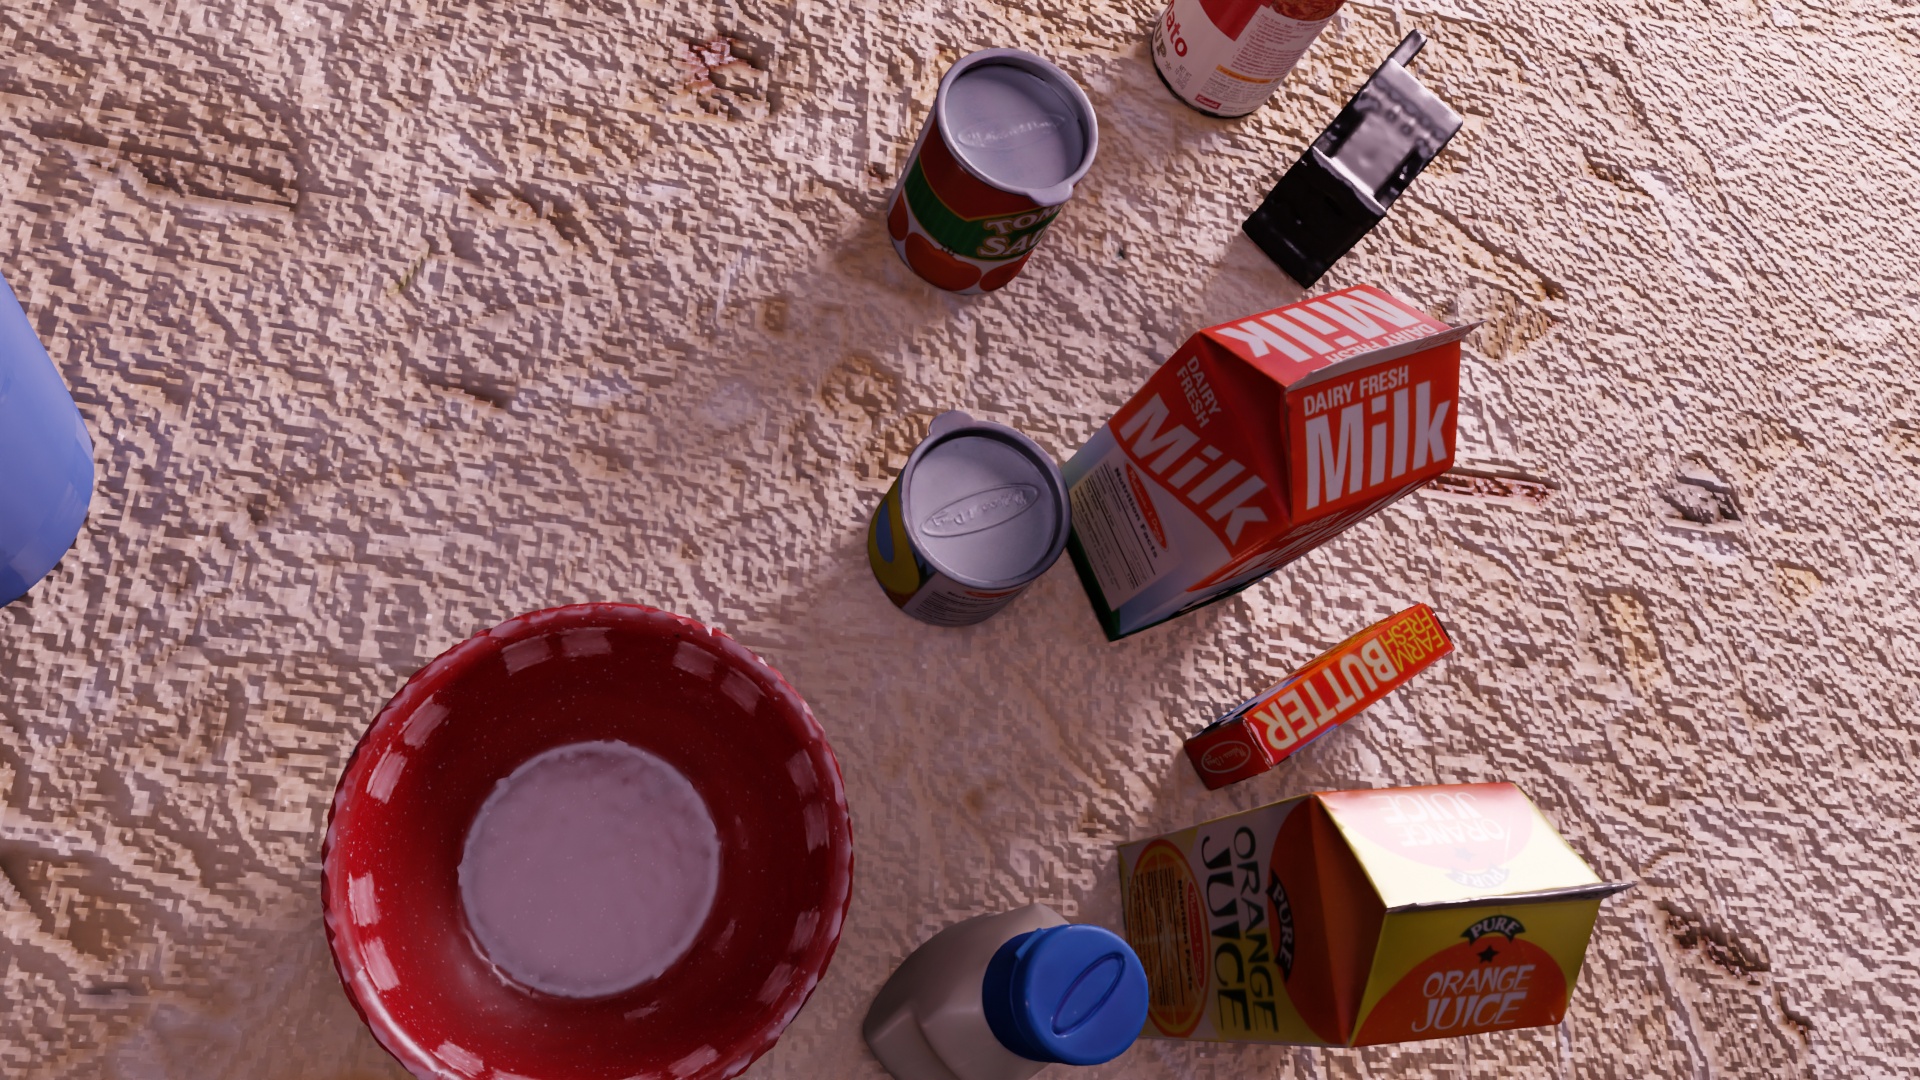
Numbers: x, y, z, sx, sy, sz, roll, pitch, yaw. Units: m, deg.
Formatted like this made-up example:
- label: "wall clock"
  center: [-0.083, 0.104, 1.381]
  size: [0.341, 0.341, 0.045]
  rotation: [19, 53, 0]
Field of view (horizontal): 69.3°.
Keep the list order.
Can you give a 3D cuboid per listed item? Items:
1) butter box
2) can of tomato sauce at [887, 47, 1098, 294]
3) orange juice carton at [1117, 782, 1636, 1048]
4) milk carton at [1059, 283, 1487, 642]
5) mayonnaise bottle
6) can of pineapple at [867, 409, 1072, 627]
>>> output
- label: "butter box"
  center: [0.143, 0.062, 0.555]
  size: [0.104, 0.053, 0.024]
  rotation: [-27, 81, -24]
- label: "can of tomato sauce"
  center: [0.012, -0.147, 0.571]
  size: [0.071, 0.082, 0.071]
  rotation: [6, 70, -15]
- label: "orange juice carton"
  center: [0.122, 0.123, 0.450]
  size: [0.072, 0.192, 0.073]
  rotation: [1, 71, -17]
- label: "milk carton"
  center: [0.104, -0.029, 0.499]
  size: [0.072, 0.189, 0.073]
  rotation: [-19, 78, -22]
- label: "mayonnaise bottle"
  center: [0.013, 0.143, 0.433]
  size: [0.065, 0.147, 0.041]
  rotation: [-41, 87, -25]
- label: "can of pineapple"
  center: [0.002, -0.007, 0.532]
  size: [0.071, 0.057, 0.071]
  rotation: [6, 70, -15]
